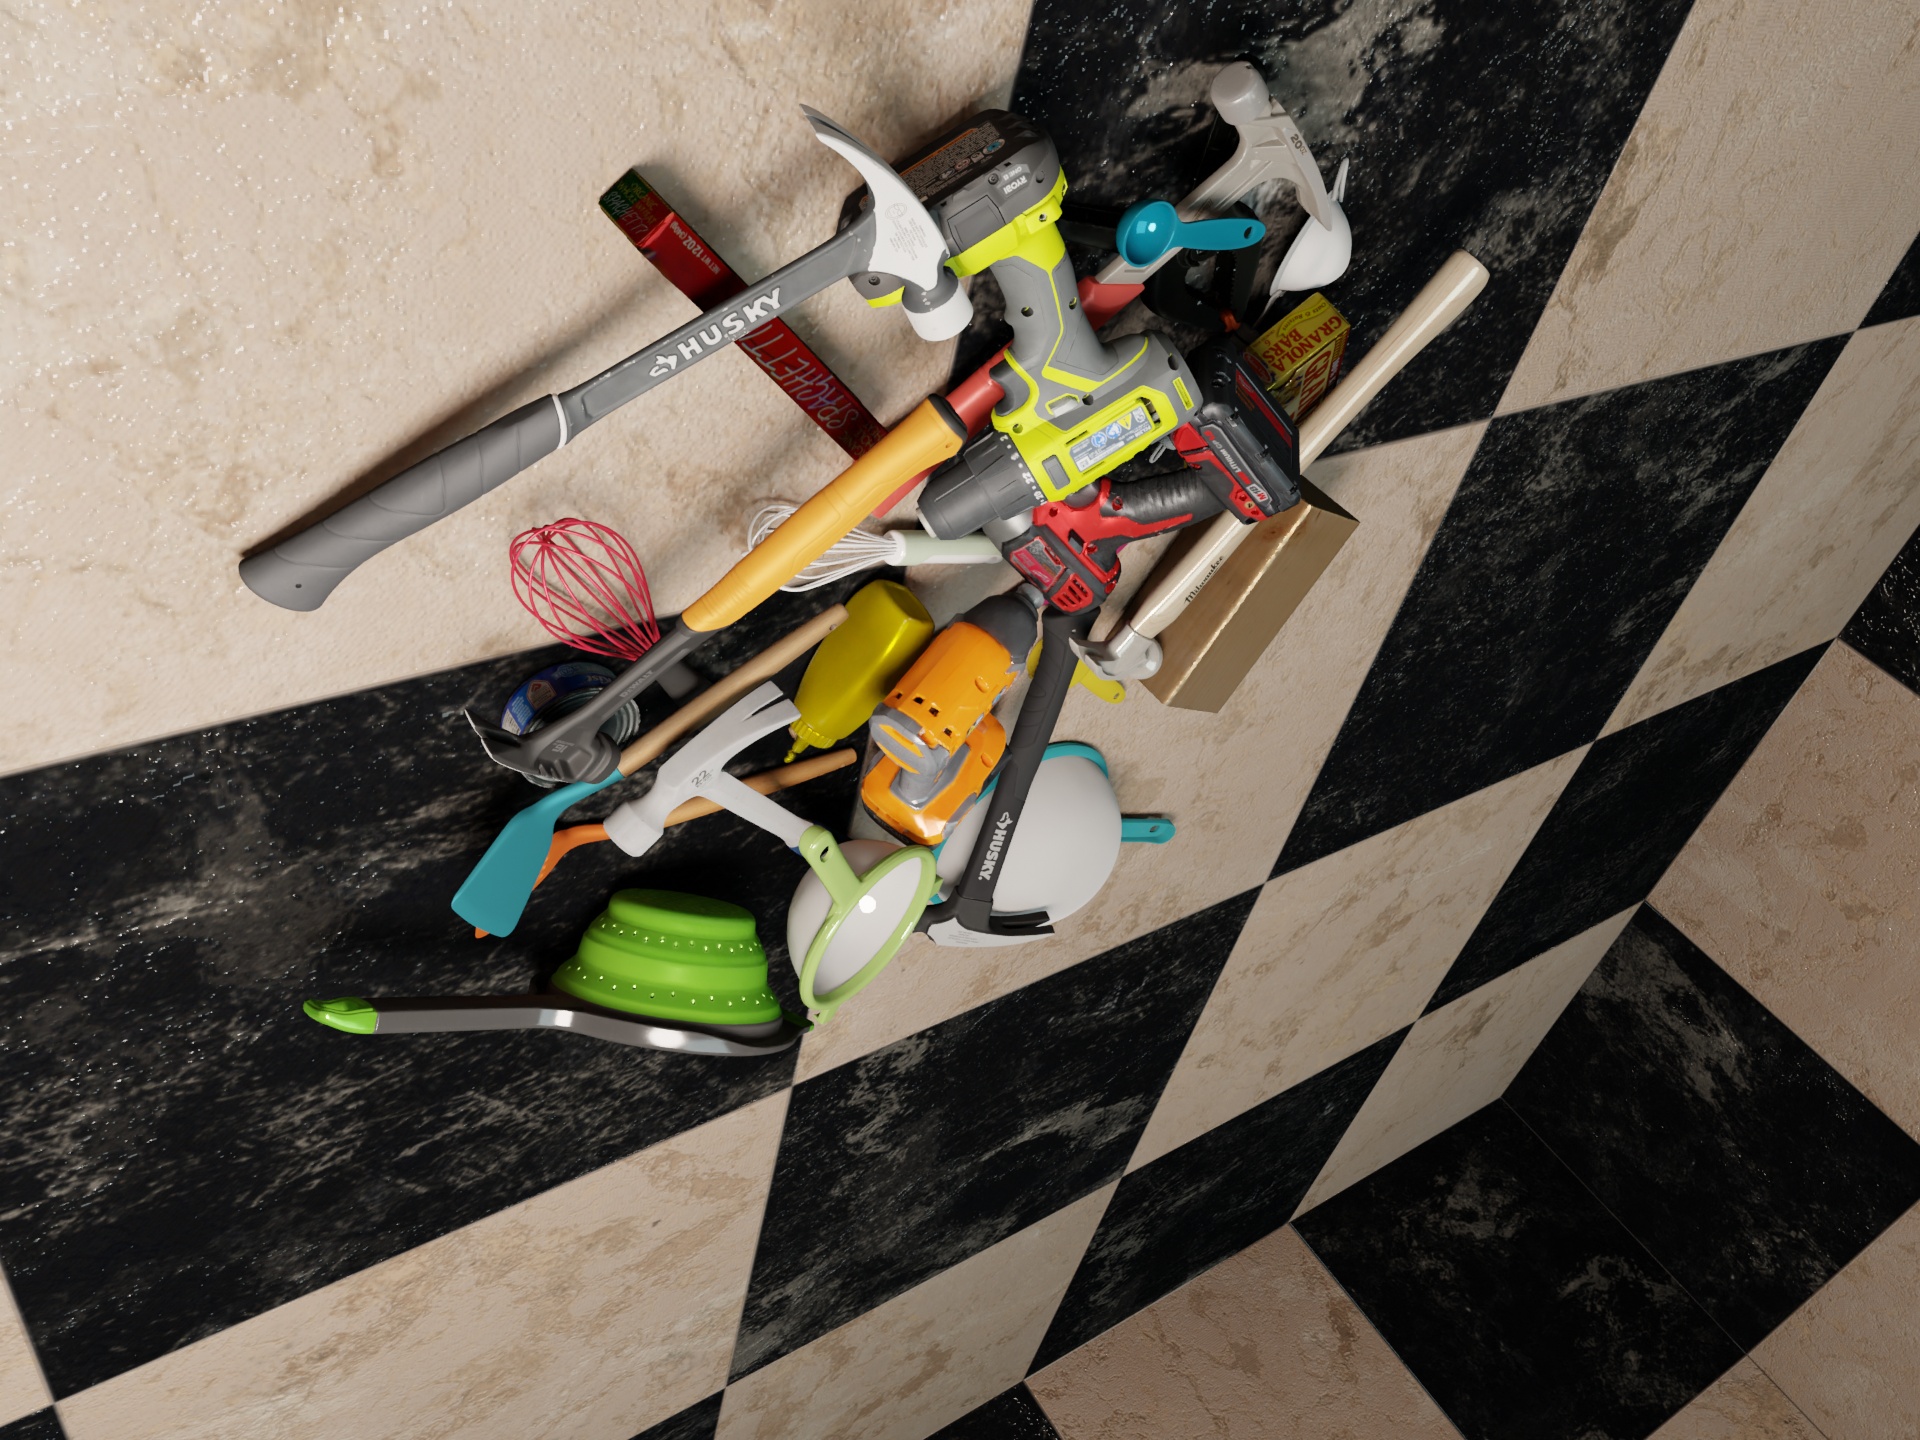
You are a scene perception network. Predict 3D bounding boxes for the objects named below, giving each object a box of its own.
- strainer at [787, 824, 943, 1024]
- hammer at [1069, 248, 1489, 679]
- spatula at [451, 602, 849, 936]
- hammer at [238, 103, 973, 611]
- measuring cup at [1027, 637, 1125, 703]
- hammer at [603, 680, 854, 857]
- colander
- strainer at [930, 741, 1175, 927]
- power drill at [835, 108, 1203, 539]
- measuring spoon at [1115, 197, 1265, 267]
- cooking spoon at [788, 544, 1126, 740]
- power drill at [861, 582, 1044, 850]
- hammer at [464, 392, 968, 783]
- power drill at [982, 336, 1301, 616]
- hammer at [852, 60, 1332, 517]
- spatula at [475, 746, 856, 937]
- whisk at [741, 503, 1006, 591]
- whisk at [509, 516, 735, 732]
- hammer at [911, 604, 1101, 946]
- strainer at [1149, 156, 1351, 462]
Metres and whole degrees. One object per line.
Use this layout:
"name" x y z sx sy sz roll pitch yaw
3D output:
"strainer" -0.098 0.121 1.180 0.151 0.069 0.256 -49 156 -15
"hammer" 0.240 -0.187 1.206 0.410 0.038 0.146 -49 163 16
"spatula" -0.199 0.025 1.054 0.317 0.044 0.082 -36 155 -5
"hammer" -0.197 -0.169 0.832 0.409 0.036 0.149 -29 141 4
"measuring cup" 0.112 -0.036 1.378 0.062 0.029 0.156 -47 144 10
"hammer" -0.121 0.080 1.208 0.144 0.035 0.405 -43 158 0
"colander" -0.270 0.172 1.144 0.396 0.205 0.094 10 90 -48
"strainer" 0.119 0.131 1.522 0.340 0.095 0.211 4 126 -46
"power drill" 0.022 -0.224 0.957 0.190 0.080 0.228 -30 130 7
"measuring spoon" 0.141 -0.305 0.984 0.128 0.021 0.042 -14 136 -38
"cooking spoon" 0.005 -0.070 1.240 0.319 0.017 0.068 -32 164 -13
"power drill" -0.002 -0.004 1.190 0.164 0.084 0.226 -50 170 -22
"hammer" -0.136 -0.078 0.939 0.337 0.034 0.127 -38 161 10
"power drill" 0.116 -0.166 1.114 0.219 0.079 0.143 -25 128 33
"hammer" 0.076 -0.255 1.036 0.359 0.037 0.149 -39 145 12
"spatula" -0.210 0.077 1.176 0.322 0.041 0.081 -18 157 -33
"whisk" -0.052 -0.119 1.103 0.058 0.059 0.246 -17 173 43
"whisk" -0.203 -0.048 1.027 0.073 0.073 0.295 -39 153 -3
"hammer" 0.052 0.051 1.340 0.146 0.035 0.334 11 115 -17
"strainer" 0.220 -0.291 1.177 0.258 0.050 0.087 -52 171 27
